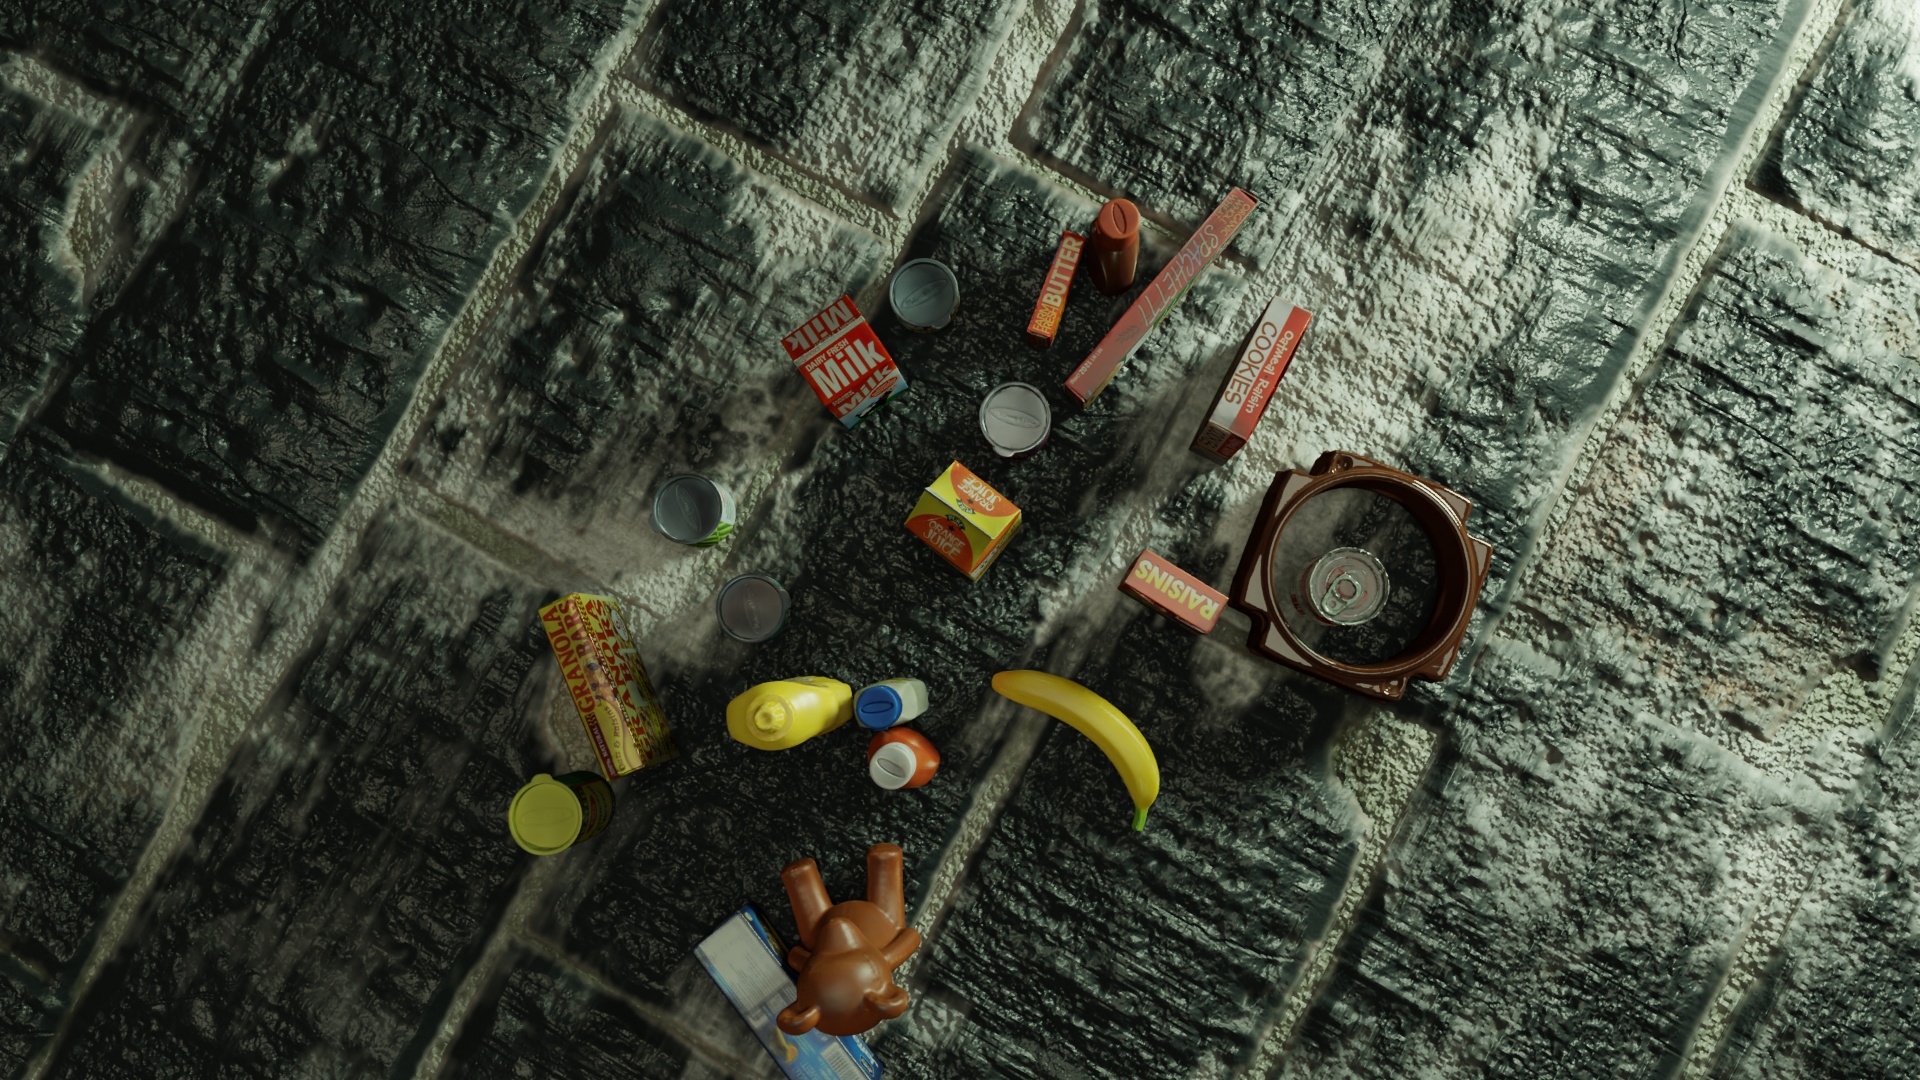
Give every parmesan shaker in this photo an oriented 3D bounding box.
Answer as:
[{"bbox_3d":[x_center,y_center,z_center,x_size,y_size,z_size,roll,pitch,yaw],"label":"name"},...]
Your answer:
[{"bbox_3d":[-0.361,0.243,1.266,0.071,0.103,0.071,0,86,3],"label":"parmesan shaker"}]

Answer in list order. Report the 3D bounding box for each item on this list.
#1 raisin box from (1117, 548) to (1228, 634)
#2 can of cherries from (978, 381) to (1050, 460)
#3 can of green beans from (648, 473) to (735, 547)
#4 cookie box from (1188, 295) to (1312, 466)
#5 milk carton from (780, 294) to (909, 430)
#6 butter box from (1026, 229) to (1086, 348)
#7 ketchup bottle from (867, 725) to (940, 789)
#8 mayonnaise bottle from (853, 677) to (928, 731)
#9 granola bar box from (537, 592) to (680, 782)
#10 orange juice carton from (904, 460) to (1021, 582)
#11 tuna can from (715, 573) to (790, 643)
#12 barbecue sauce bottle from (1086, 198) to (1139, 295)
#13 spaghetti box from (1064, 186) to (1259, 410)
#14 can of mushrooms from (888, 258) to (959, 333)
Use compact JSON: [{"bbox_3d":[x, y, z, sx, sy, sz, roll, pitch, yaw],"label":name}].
[{"bbox_3d":[0.187,0.048,1.244,0.086,0.123,0.040,32,88,5],"label":"raisin box"},{"bbox_3d":[0.050,-0.109,1.297,0.071,0.058,0.071,0,85,3],"label":"can of cherries"},{"bbox_3d":[-0.250,-0.027,1.307,0.071,0.058,0.071,0,85,3],"label":"can of green beans"},{"bbox_3d":[0.255,-0.137,1.234,0.040,0.167,0.123,27,88,5],"label":"cookie box"},{"bbox_3d":[-0.104,-0.160,1.244,0.072,0.190,0.073,-35,85,0],"label":"milk carton"},{"bbox_3d":[0.091,-0.235,1.309,0.024,0.053,0.103,20,87,5],"label":"butter box"},{"bbox_3d":[-0.054,0.194,1.231,0.065,0.148,0.043,30,88,5],"label":"ketchup bottle"},{"bbox_3d":[-0.065,0.145,1.236,0.065,0.148,0.041,-9,85,3],"label":"mayonnaise bottle"},{"bbox_3d":[-0.318,0.132,1.263,0.039,0.124,0.165,-24,84,1],"label":"granola bar box"},{"bbox_3d":[0.004,-0.015,1.224,0.072,0.192,0.073,38,89,5],"label":"orange juice carton"},{"bbox_3d":[-0.192,0.064,1.308,0.071,0.033,0.071,0,85,3],"label":"tuna can"},{"bbox_3d":[0.139,-0.270,1.261,0.044,0.148,0.065,-14,85,2],"label":"barbecue sauce bottle"},{"bbox_3d":[0.187,-0.227,1.304,0.029,0.050,0.250,41,88,5],"label":"spaghetti box"},{"bbox_3d":[-0.033,-0.231,1.325,0.071,0.033,0.071,0,85,3],"label":"can of mushrooms"}]
